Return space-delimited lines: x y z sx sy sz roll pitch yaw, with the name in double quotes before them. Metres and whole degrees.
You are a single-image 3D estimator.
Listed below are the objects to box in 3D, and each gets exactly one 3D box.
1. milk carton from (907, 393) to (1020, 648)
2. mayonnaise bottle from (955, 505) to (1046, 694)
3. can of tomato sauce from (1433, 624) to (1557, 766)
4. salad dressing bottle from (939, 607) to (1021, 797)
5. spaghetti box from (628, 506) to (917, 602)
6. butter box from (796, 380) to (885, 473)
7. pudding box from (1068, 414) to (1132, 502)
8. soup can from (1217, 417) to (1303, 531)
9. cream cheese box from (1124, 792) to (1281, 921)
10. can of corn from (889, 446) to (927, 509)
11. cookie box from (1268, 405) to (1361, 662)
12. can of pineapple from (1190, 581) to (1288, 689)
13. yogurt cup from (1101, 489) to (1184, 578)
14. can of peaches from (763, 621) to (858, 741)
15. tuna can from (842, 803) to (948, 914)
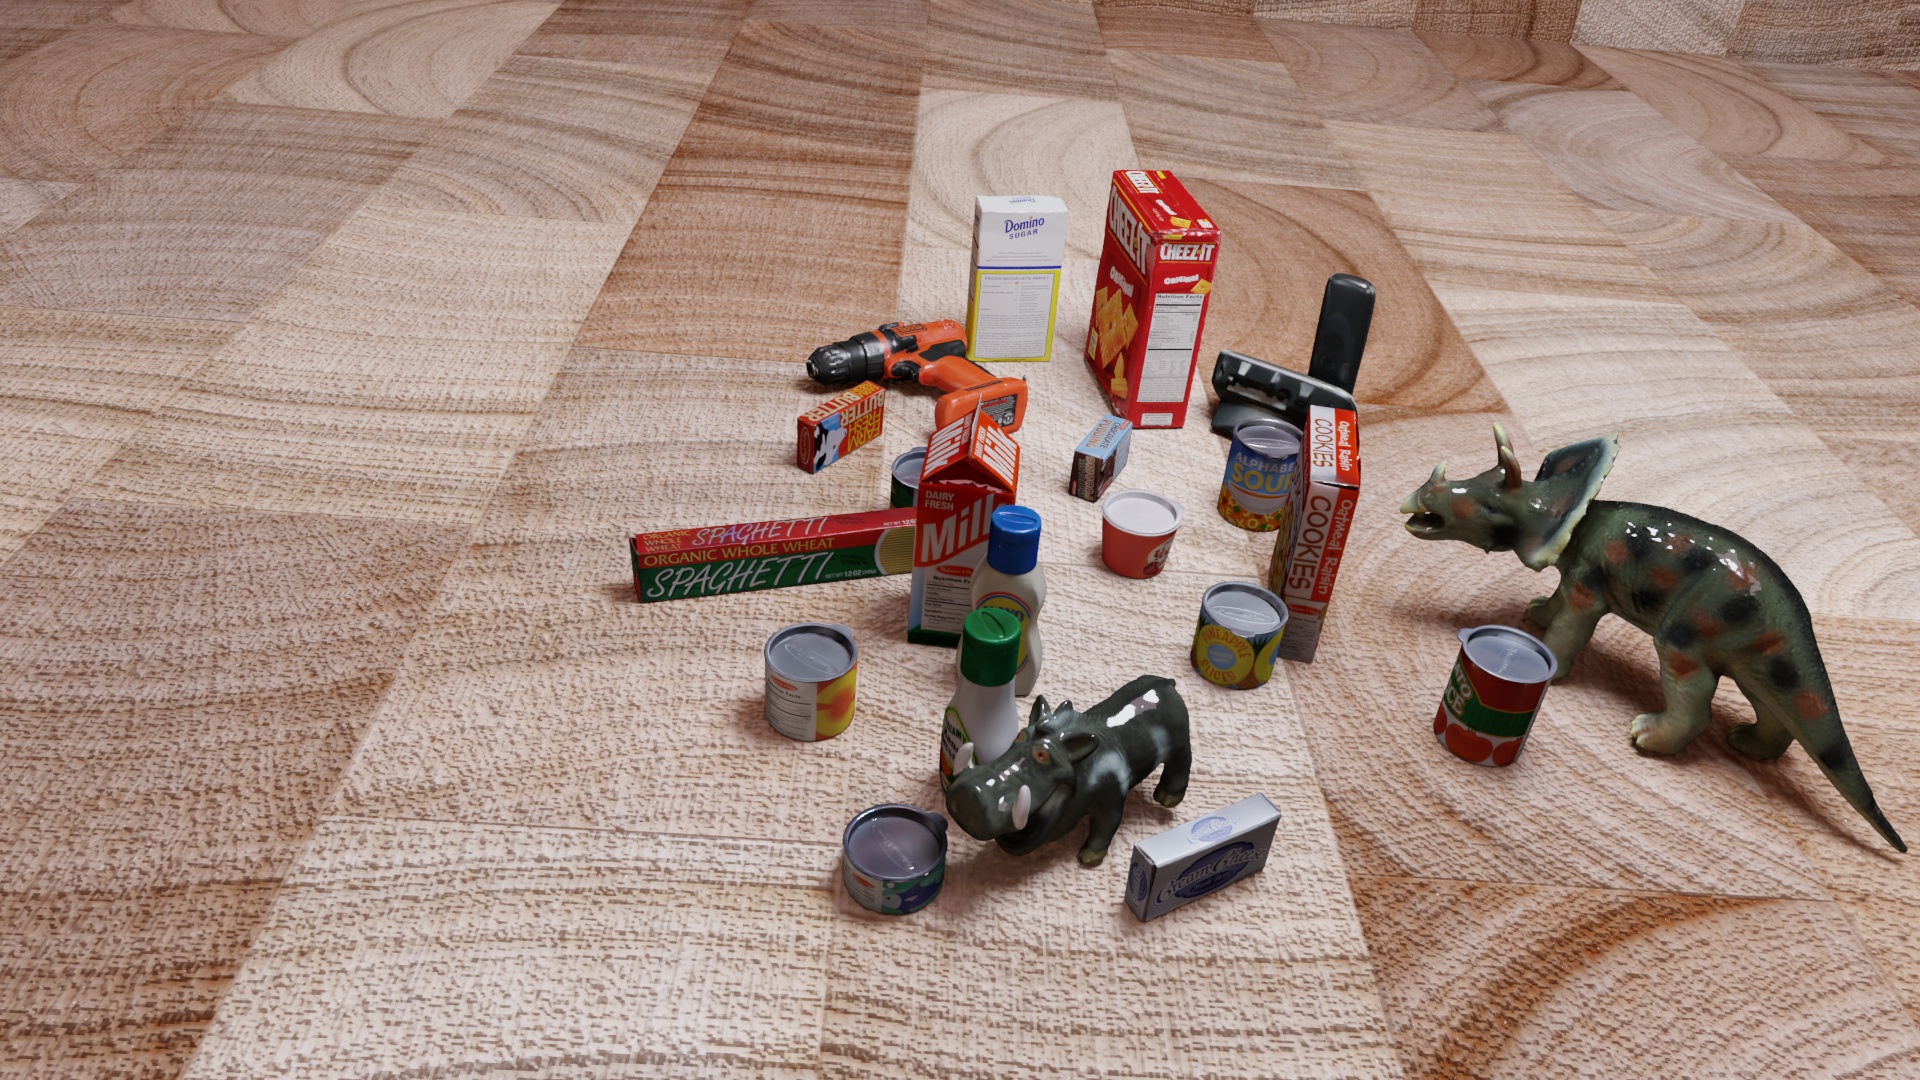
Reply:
"milk carton" 0.004 -0.013 1.059 0.073 0.189 0.073 7 34 2
"mayonnaise bottle" 0.033 0.045 1.016 0.065 0.147 0.041 9 34 6
"can of tomato sauce" 0.390 0.114 1.022 0.071 0.082 0.071 4 34 -2
"salad dressing bottle" 0.015 0.112 0.915 0.044 0.146 0.064 -12 38 -24
"spaghetti box" -0.140 0.010 1.129 0.250 0.049 0.029 -6 36 -16
"butter box" -0.112 -0.107 1.302 0.024 0.052 0.104 26 39 27
"pudding box" 0.131 -0.078 1.295 0.030 0.049 0.084 19 36 19
"soup can" 0.272 -0.058 1.256 0.071 0.083 0.072 4 34 -2
"cream cheese box" 0.155 0.202 0.887 0.104 0.053 0.024 -15 39 -27
"can of corn" -0.029 -0.039 1.209 0.071 0.058 0.071 4 34 -2
"cookie box" 0.281 -0.006 1.108 0.040 0.166 0.123 10 34 7
"can of pineapple" 0.214 0.074 1.077 0.071 0.057 0.071 4 34 -2
"yogurt cup" 0.151 -0.004 1.187 0.072 0.053 0.073 4 34 -2
"can of peaches" -0.106 0.100 0.995 0.071 0.057 0.071 4 34 -2
"tuna can" -0.040 0.200 0.880 0.071 0.032 0.071 4 34 -2
